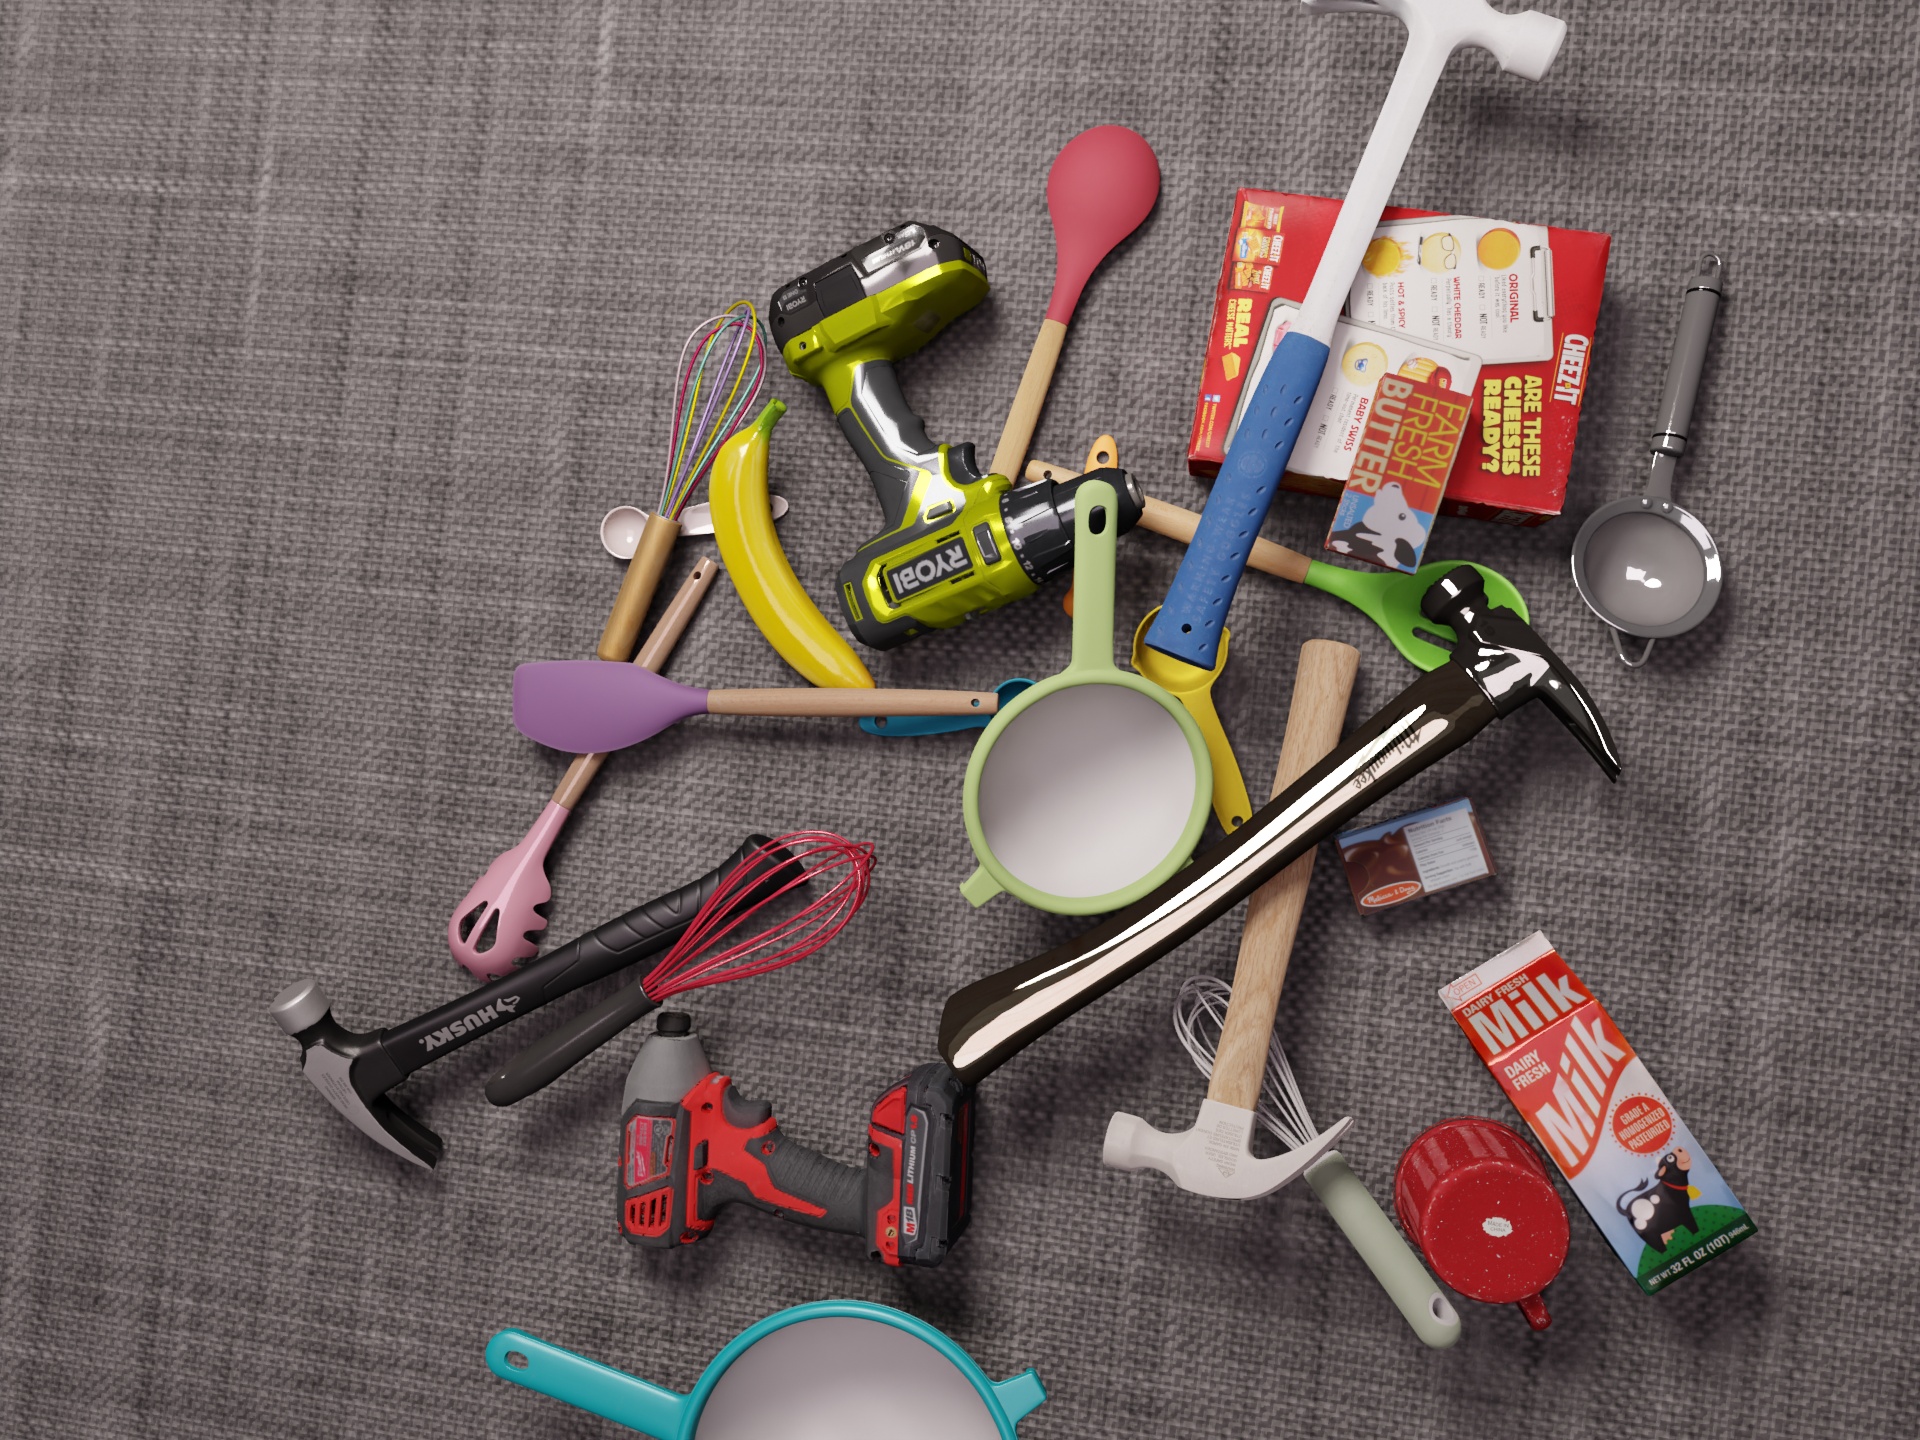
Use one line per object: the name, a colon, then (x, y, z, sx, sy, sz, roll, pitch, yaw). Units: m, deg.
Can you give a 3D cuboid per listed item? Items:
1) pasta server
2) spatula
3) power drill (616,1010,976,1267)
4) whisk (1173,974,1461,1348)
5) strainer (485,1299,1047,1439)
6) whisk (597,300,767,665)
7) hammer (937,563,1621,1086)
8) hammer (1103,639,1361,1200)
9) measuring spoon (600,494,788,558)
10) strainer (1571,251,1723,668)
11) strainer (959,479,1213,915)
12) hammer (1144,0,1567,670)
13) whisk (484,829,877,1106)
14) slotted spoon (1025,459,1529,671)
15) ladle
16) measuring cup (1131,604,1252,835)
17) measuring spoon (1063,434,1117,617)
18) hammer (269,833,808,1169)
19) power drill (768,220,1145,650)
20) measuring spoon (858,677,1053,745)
pasta server: (-0.243, 0.032, 1.037, 0.060, 0.040, 0.316, 31, 89, 9)
spatula: (-0.132, -0.009, 0.997, 0.316, 0.018, 0.060, 0, 90, 10)
power drill: (-0.106, 0.258, 0.984, 0.219, 0.078, 0.143, 2, 88, 12)
whisk: (0.202, 0.249, 0.917, 0.247, 0.057, 0.059, 55, 138, 26)
strainer: (-0.120, 0.430, 0.971, 0.340, 0.095, 0.211, 16, 88, 11)
whisk: (-0.179, -0.150, 1.010, 0.047, 0.051, 0.245, 26, 99, 20)
hammer: (0.166, 0.086, 0.900, 0.410, 0.038, 0.146, -36, 67, 4)
hammer: (0.184, 0.111, 0.922, 0.130, 0.031, 0.331, 11, 76, 20)
measuring spoon: (-0.172, -0.130, 1.037, 0.124, 0.018, 0.034, -9, 94, 2)
strainer: (0.412, -0.151, 0.928, 0.087, 0.050, 0.258, 15, 85, 3)
strainer: (0.070, -0.015, 0.942, 0.151, 0.069, 0.256, -2, 104, -11)
hammer: (0.193, -0.225, 0.891, 0.144, 0.035, 0.405, 23, 90, 8)
whisk: (-0.174, 0.155, 0.972, 0.296, 0.073, 0.073, -34, 84, 9)
slotted spoon: (0.187, -0.102, 0.965, 0.314, 0.031, 0.070, 21, 91, 9)
ladle: (0.050, -0.224, 0.996, 0.069, 0.031, 0.315, 20, 93, 9)
measuring cup: (0.150, 0.001, 0.978, 0.062, 0.029, 0.156, -18, 97, 8)
measuring spoon: (0.082, -0.122, 0.994, 0.021, 0.011, 0.117, 10, 90, 9)
hammer: (-0.252, 0.165, 1.013, 0.335, 0.035, 0.146, -26, 111, 1)
power drill: (-0.007, -0.176, 0.963, 0.190, 0.080, 0.228, -22, 83, 19)
measuring spoon: (-0.002, -0.003, 1.005, 0.128, 0.021, 0.042, -4, 93, 18)
